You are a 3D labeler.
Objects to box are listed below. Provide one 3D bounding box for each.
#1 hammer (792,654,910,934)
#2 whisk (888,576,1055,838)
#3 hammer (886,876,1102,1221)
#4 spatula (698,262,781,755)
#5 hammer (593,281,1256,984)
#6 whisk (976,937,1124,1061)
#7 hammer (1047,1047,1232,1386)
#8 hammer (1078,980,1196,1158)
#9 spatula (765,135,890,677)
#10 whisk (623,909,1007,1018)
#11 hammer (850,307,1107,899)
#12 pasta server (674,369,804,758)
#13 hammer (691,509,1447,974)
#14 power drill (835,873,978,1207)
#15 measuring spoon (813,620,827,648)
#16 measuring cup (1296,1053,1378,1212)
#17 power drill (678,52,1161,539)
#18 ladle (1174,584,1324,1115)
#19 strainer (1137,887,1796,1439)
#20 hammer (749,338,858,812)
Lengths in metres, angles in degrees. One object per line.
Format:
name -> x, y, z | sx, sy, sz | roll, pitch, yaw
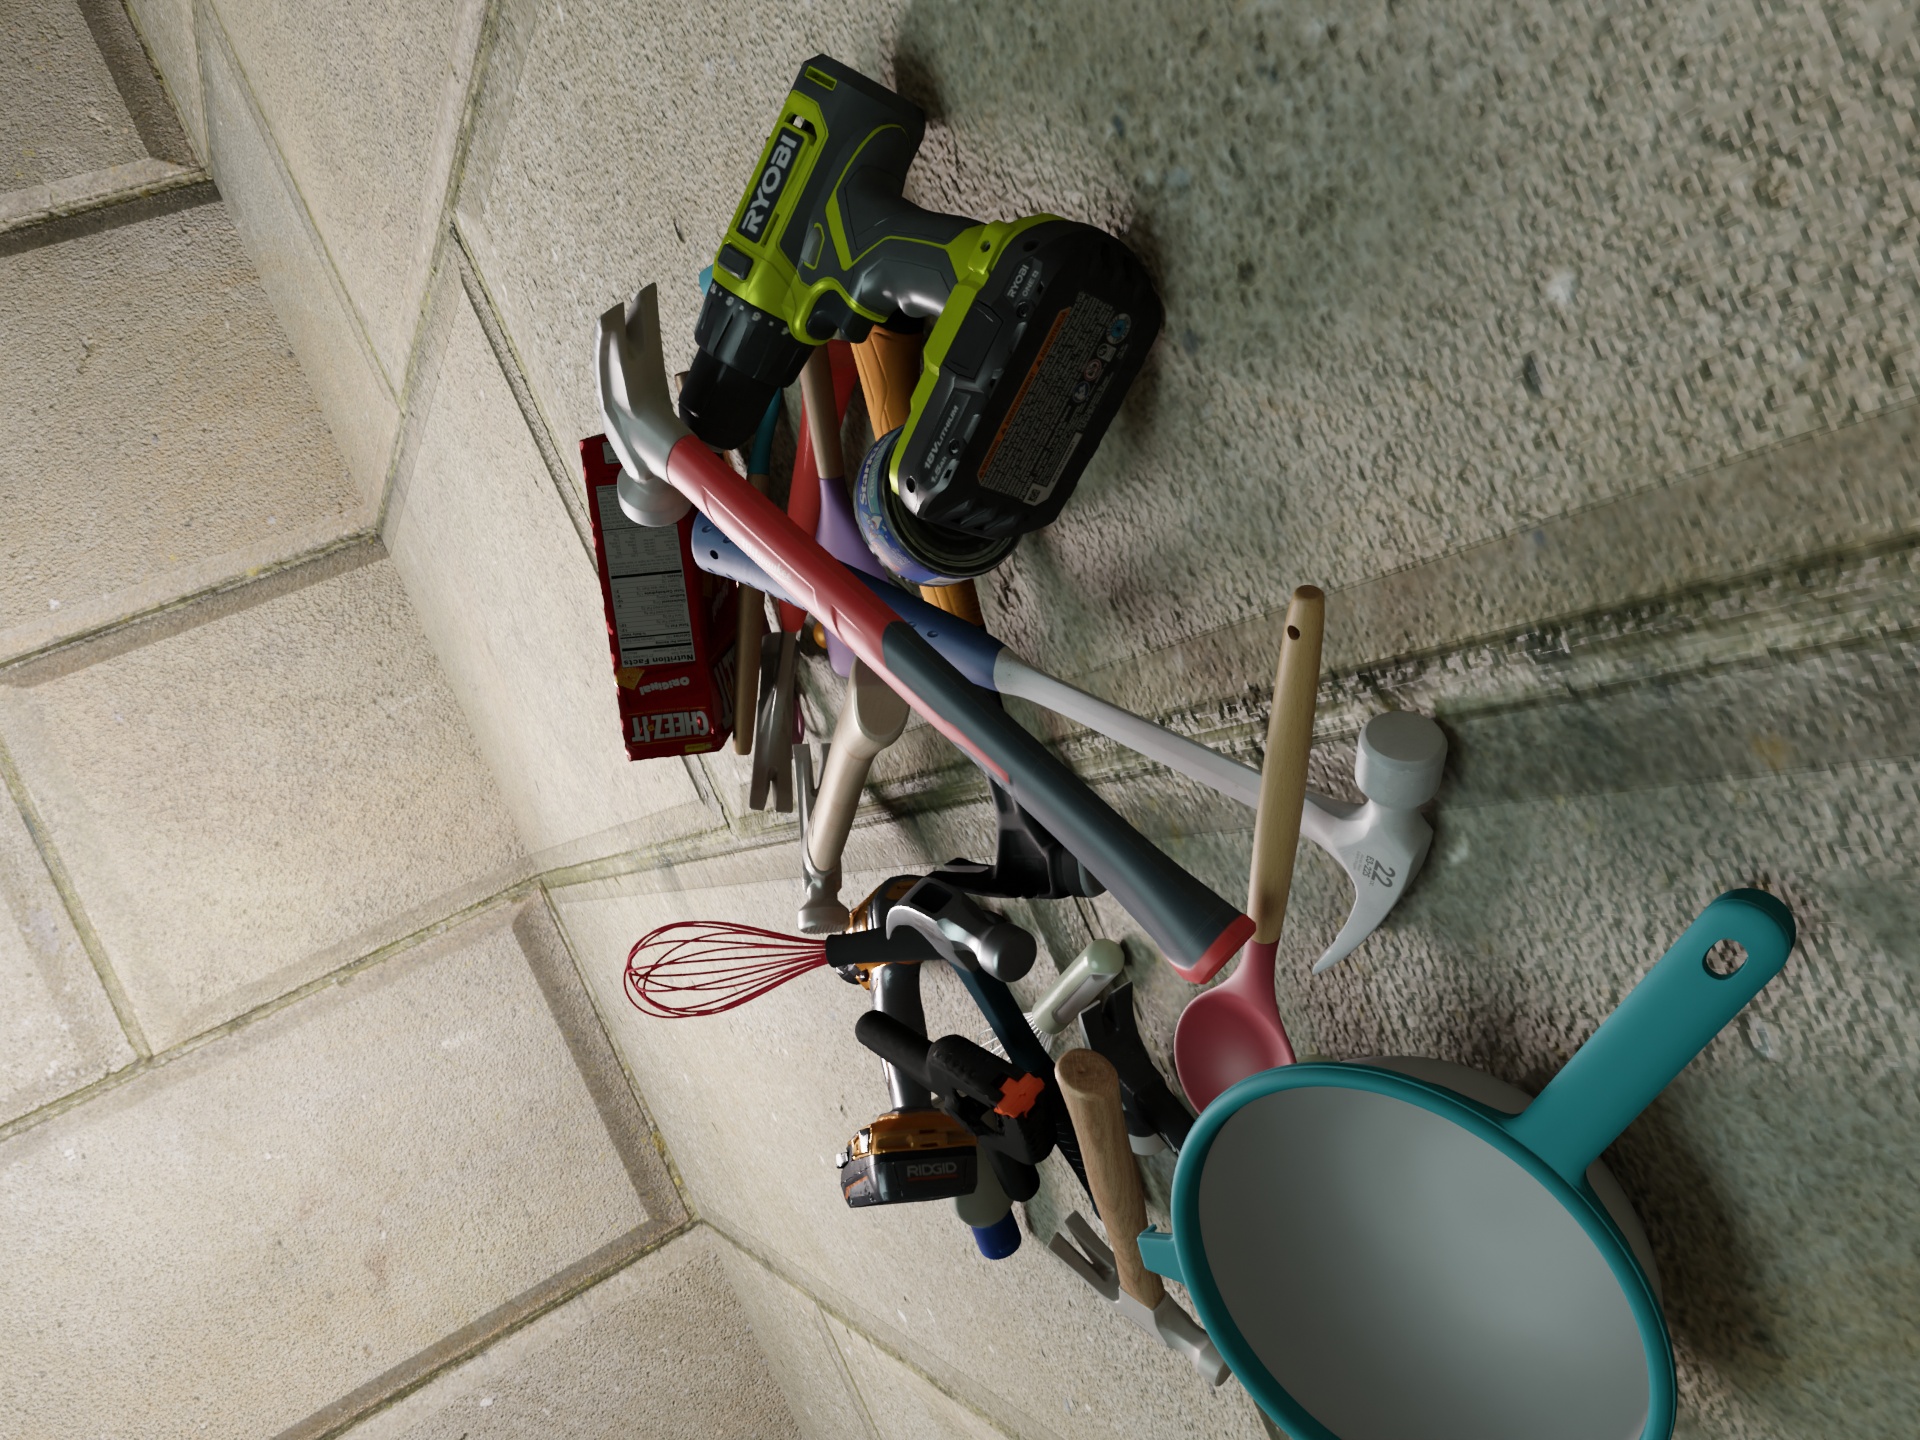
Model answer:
hammer -> -0.075, 0.028, 1.019 | 0.410, 0.038, 0.146 | 118, 149, -69
whisk -> -0.002, -0.003, 0.952 | 0.239, 0.055, 0.055 | 49, 152, 24
hammer -> 0.047, 0.214, 0.973 | 0.128, 0.033, 0.330 | 25, 151, 47
spatula -> -0.144, -0.135, 1.037 | 0.082, 0.044, 0.317 | 10, 98, 58
hammer -> -0.023, -0.034, 0.697 | 0.386, 0.038, 0.143 | 42, 155, 17
whisk -> 0.055, 0.195, 1.028 | 0.246, 0.057, 0.059 | 119, 151, -57
hammer -> 0.095, 0.291, 0.947 | 0.130, 0.031, 0.331 | 26, 149, 33
hammer -> 0.162, 0.265, 0.816 | 0.335, 0.035, 0.146 | 44, 161, 51
spatula -> -0.074, -0.161, 0.888 | 0.060, 0.018, 0.315 | 12, 123, 33
whisk -> -0.107, 0.163, 1.110 | 0.073, 0.296, 0.073 | -10, -90, -72
hammer -> -0.008, -0.061, 0.875 | 0.127, 0.034, 0.336 | -4, 105, 45
pasta server -> -0.171, -0.106, 1.203 | 0.060, 0.040, 0.316 | -103, -1, -70
hammer -> 0.029, -0.015, 0.751 | 0.406, 0.035, 0.144 | 26, 141, 29
power drill -> -0.053, 0.243, 1.186 | 0.185, 0.084, 0.226 | 133, 134, -64
measuring spoon -> -0.080, -0.050, 1.038 | 0.021, 0.011, 0.117 | 63, -175, 6
measuring cup -> 0.189, 0.230, 0.804 | 0.083, 0.038, 0.167 | 44, 158, 43
power drill -> -0.036, -0.177, 0.722 | 0.229, 0.080, 0.190 | 41, 110, 37
ladle -> 0.129, 0.072, 0.672 | 0.069, 0.031, 0.315 | 32, 141, 32
strainer -> 0.222, 0.173, 0.629 | 0.211, 0.095, 0.340 | 40, 129, 21
hammer -> -0.104, -0.094, 1.025 | 0.358, 0.036, 0.149 | 107, 164, -52
